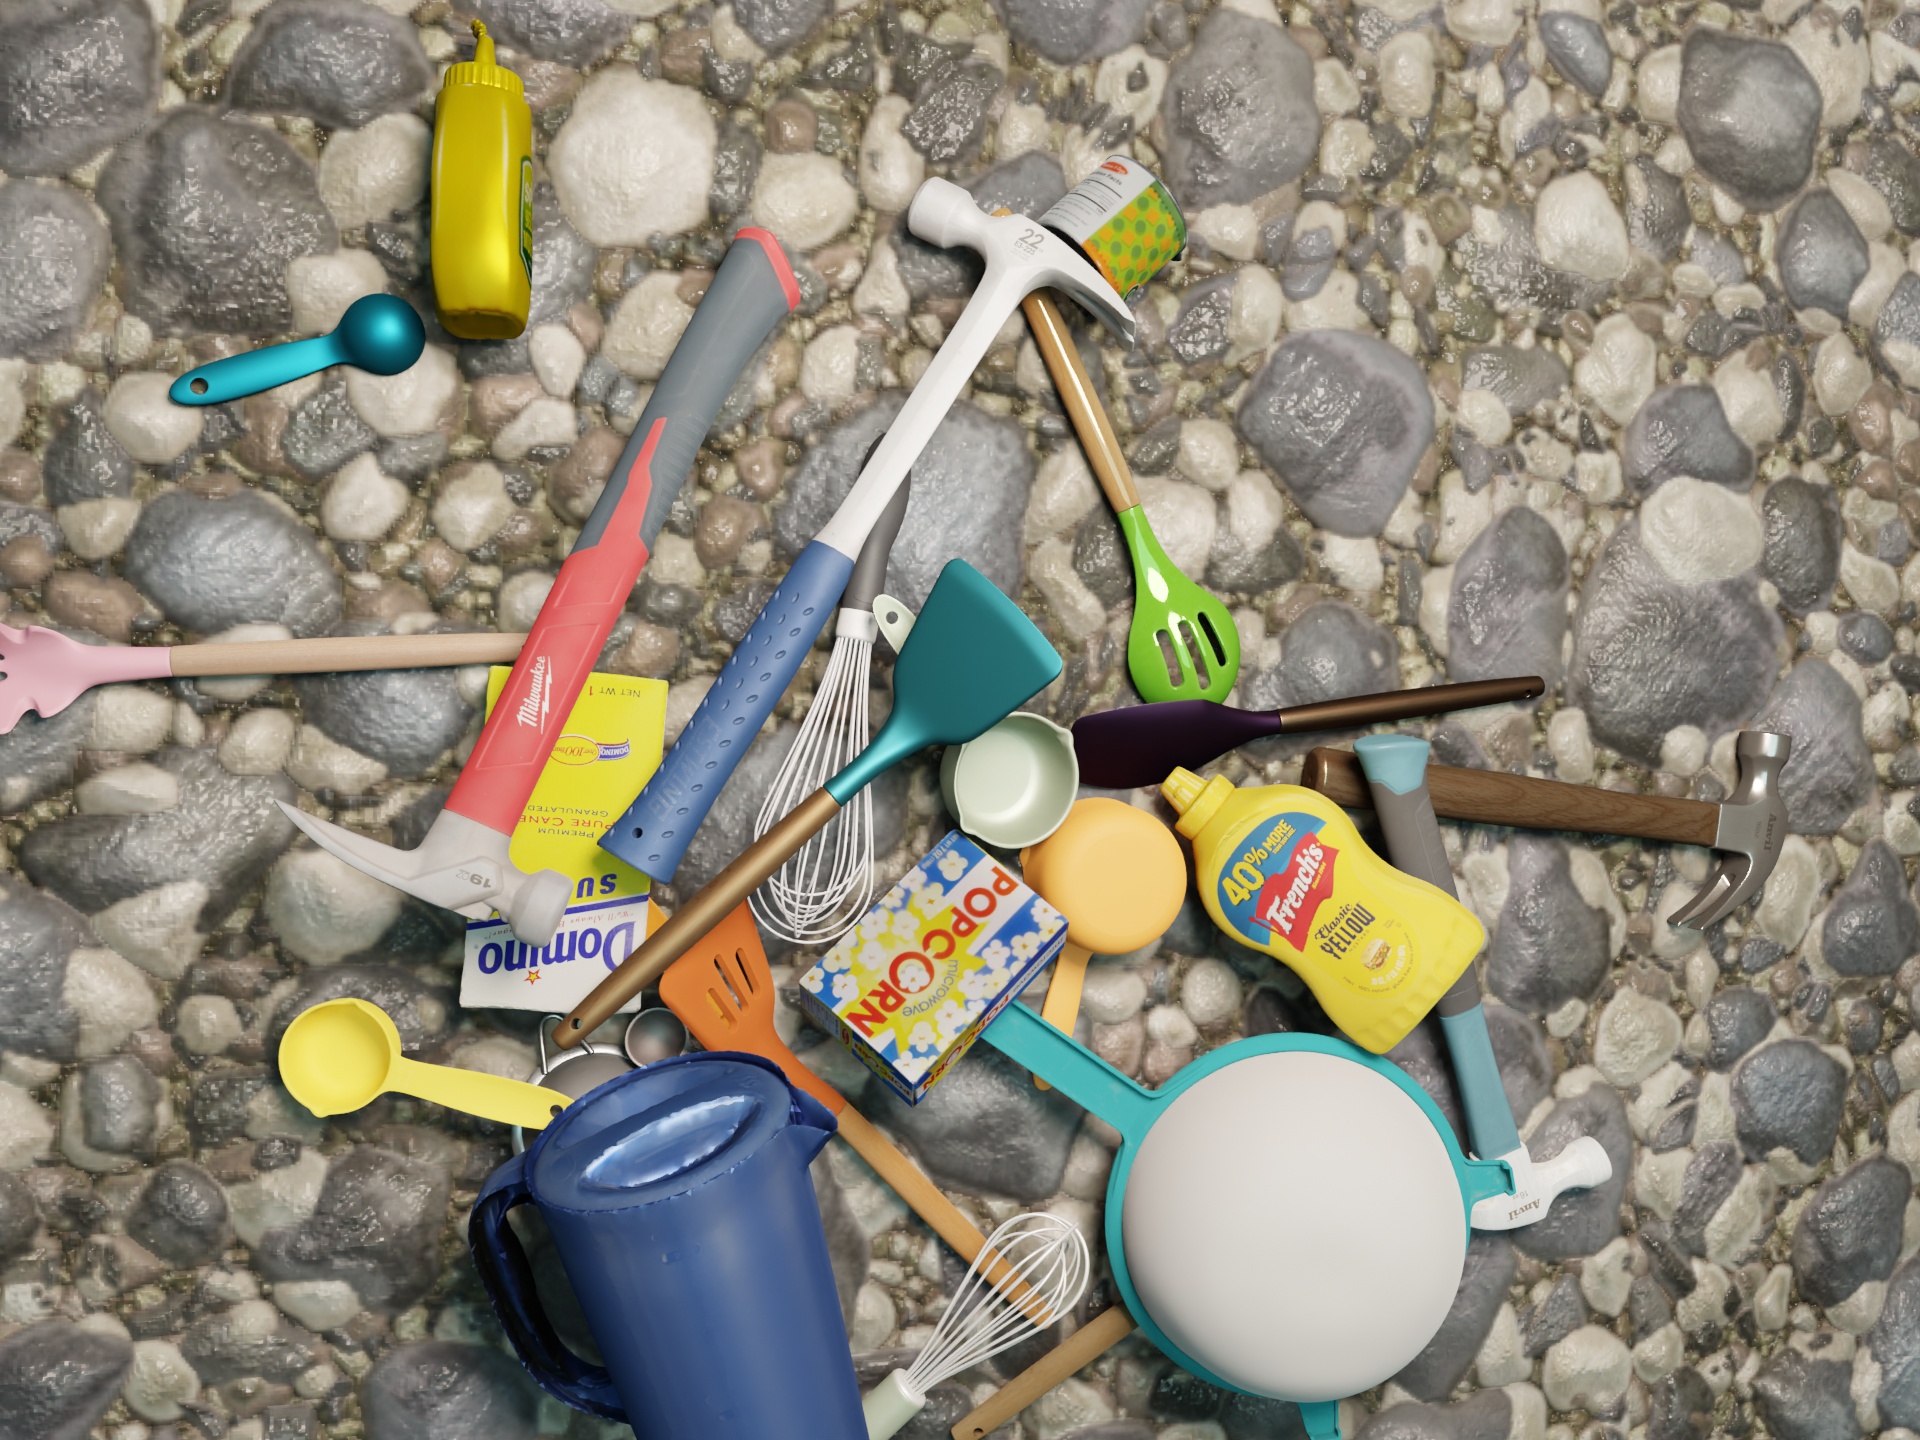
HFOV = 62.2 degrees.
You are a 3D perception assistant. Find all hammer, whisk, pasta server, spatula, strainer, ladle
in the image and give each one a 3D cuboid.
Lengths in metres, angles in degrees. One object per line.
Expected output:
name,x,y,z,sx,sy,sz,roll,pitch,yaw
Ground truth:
hammer,-0.193,-0.090,0.806,0.143,0.038,0.386,24,76,-7
whisk,-0.061,-0.020,0.868,0.070,0.070,0.284,12,85,-14
hammer,0.297,0.159,0.956,0.128,0.033,0.331,-21,104,-10
whisk,-0.022,0.364,0.882,0.246,0.059,0.058,-44,75,3
pasta server,-0.367,-0.029,0.797,0.316,0.040,0.060,-3,105,-15
spatula,-0.087,0.053,0.805,0.317,0.044,0.082,-43,79,-6
strainer,-0.174,0.280,0.858,0.087,0.050,0.258,-22,101,-25
hammer,0.367,0.055,0.987,0.331,0.031,0.130,7,90,-14
spatula,0.211,0.000,0.949,0.316,0.018,0.059,-8,126,-16
ladle,0.126,0.321,0.938,0.320,0.062,0.078,-35,107,-4
spatula,-0.048,0.231,0.883,0.322,0.041,0.081,48,44,-14
strainer,0.137,0.248,0.861,0.340,0.095,0.211,35,91,-5
hammer,-0.056,-0.094,0.831,0.144,0.035,0.405,29,80,11

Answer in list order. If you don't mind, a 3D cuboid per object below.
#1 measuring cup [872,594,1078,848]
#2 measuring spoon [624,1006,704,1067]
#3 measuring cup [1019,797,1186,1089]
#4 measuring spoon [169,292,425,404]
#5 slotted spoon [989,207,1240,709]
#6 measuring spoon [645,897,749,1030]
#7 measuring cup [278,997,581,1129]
measuring cup,-0.001,-0.003,0.881,0.083,0.038,0.167,-41,107,-14
measuring spoon,-0.132,0.196,0.879,0.124,0.018,0.034,37,80,-19
measuring cup,0.074,0.130,0.905,0.095,0.052,0.173,15,86,-14
measuring spoon,-0.336,-0.185,0.806,0.128,0.021,0.042,-21,97,-14
slotted spoon,0.084,-0.144,0.912,0.070,0.031,0.313,-25,96,-9
measuring spoon,-0.156,0.130,0.872,0.021,0.011,0.117,-39,97,-7
measuring cup,-0.270,0.184,0.823,0.156,0.029,0.062,16,88,-6
